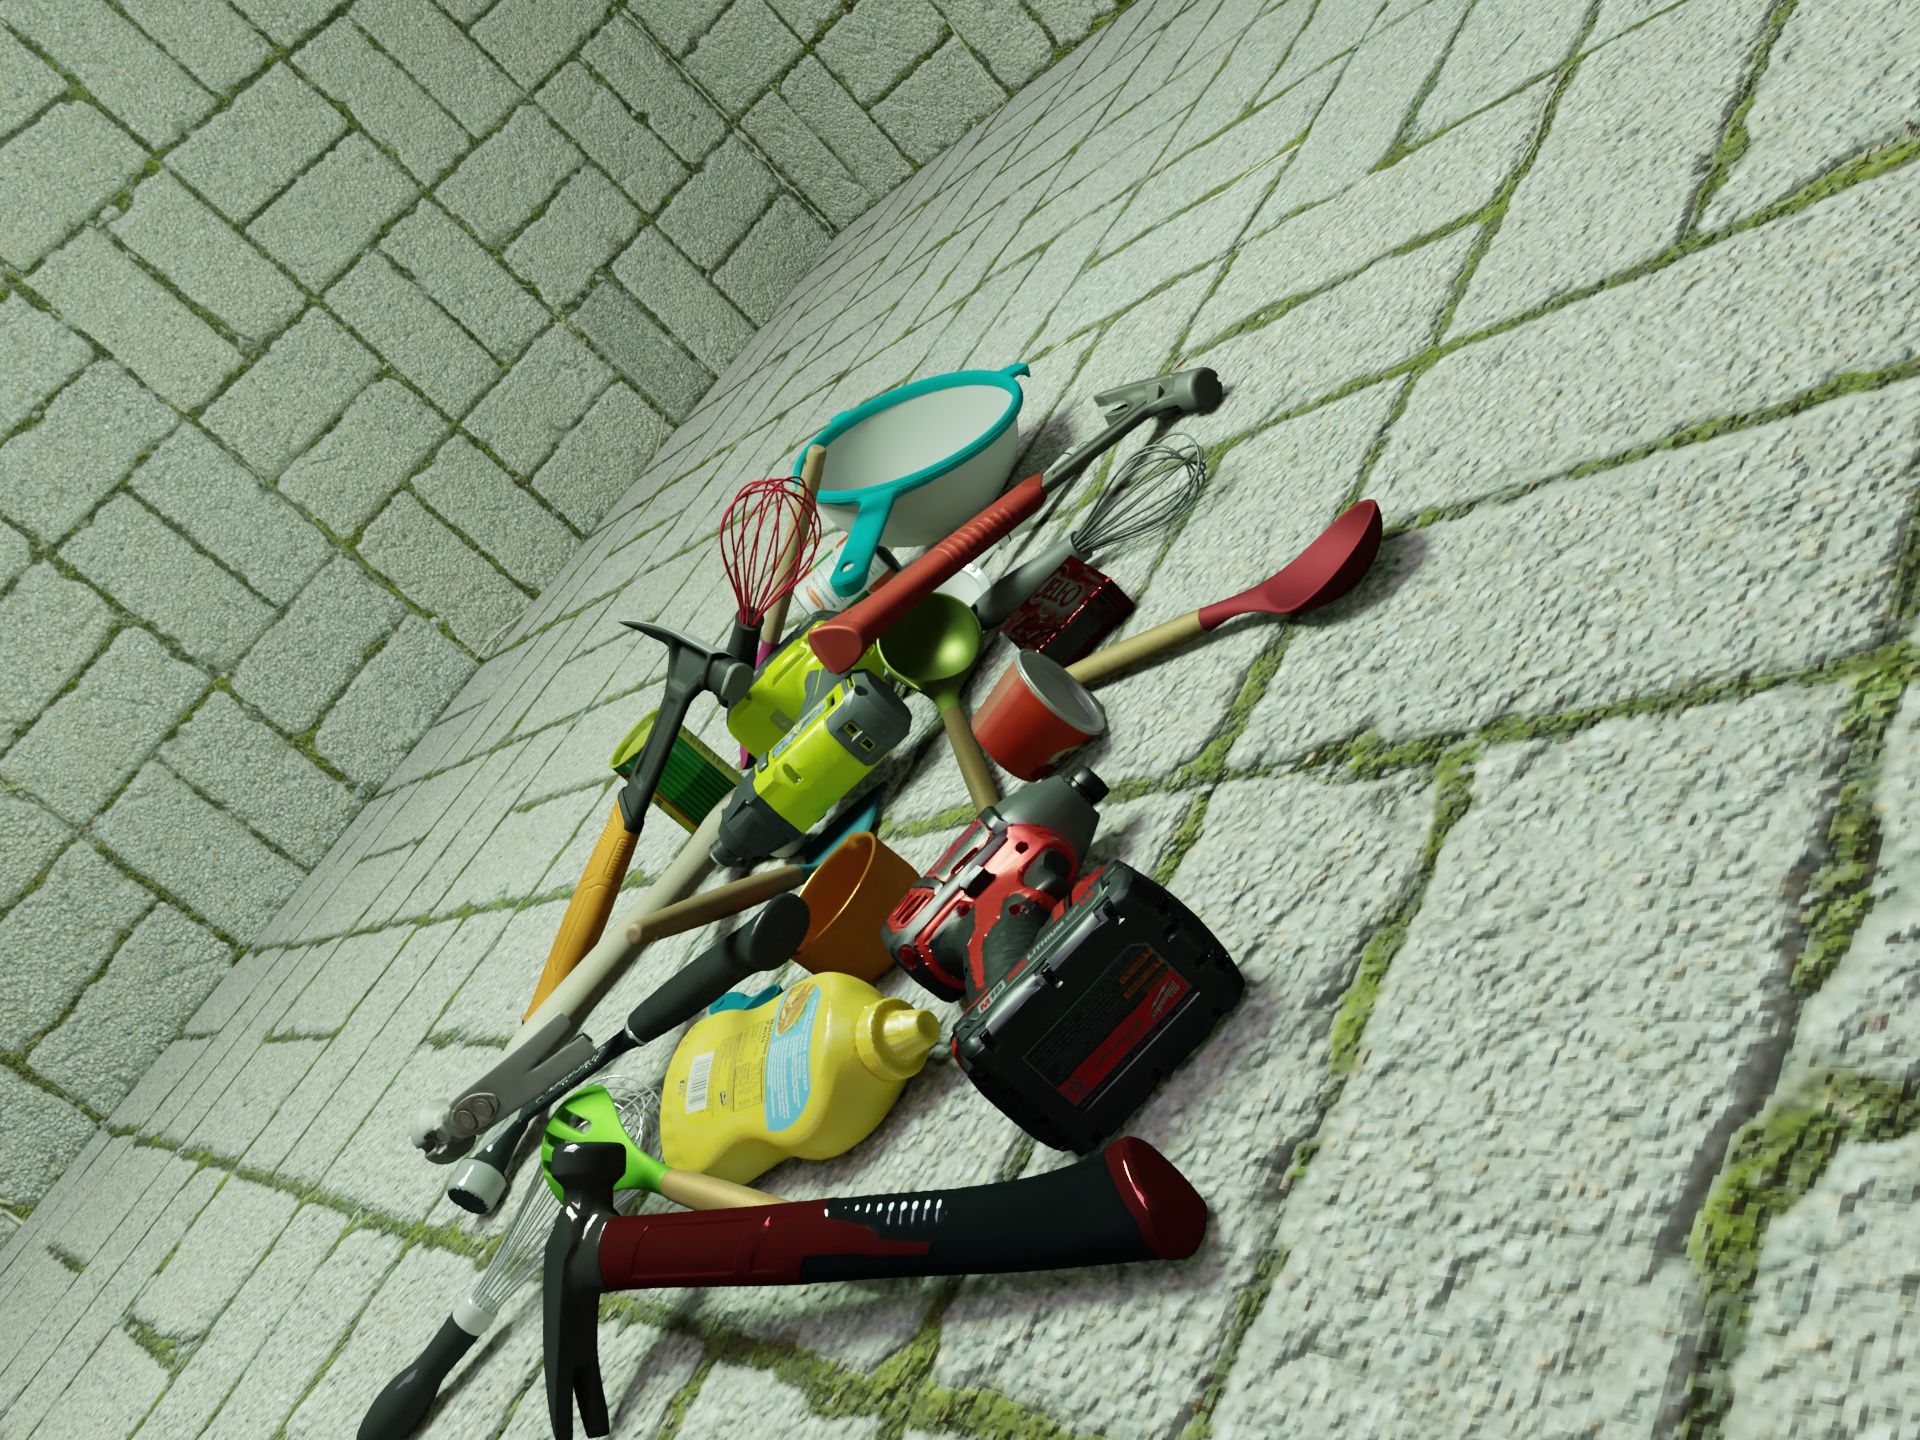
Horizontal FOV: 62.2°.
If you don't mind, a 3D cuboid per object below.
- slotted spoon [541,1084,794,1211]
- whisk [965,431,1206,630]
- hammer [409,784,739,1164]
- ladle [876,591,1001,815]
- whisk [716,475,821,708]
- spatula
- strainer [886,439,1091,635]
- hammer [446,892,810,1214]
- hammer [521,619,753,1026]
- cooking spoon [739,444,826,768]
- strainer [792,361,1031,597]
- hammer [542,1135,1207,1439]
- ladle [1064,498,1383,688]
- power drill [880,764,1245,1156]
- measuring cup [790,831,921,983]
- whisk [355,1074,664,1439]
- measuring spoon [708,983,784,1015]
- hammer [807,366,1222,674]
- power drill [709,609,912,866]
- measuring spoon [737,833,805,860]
[{"bbox_3d":[-0.132,0.239,0.812,0.314,0.031,0.070,0,73,45],"label":"slotted spoon"},{"bbox_3d":[0.082,-0.125,1.117,0.239,0.055,0.055,-34,24,39],"label":"whisk"},{"bbox_3d":[-0.214,0.137,1.085,0.146,0.038,0.411,-37,9,27],"label":"hammer"},{"bbox_3d":[-0.002,-0.003,1.045,0.078,0.062,0.320,-10,26,-6],"label":"ladle"},{"bbox_3d":[-0.160,-0.090,1.233,0.073,0.073,0.295,-62,-1,-35],"label":"whisk"},{"bbox_3d":[-0.124,0.094,0.992,0.082,0.044,0.317,-40,-10,19],"label":"spatula"},{"bbox_3d":[0.026,-0.136,1.251,0.087,0.050,0.258,31,67,31],"label":"strainer"},{"bbox_3d":[-0.212,0.202,1.028,0.409,0.036,0.149,-38,19,43],"label":"hammer"},{"bbox_3d":[-0.272,0.089,1.240,0.127,0.034,0.337,25,95,33],"label":"hammer"},{"bbox_3d":[-0.151,-0.088,1.314,0.069,0.017,0.318,-103,25,-49],"label":"cooking spoon"},{"bbox_3d":[-0.043,-0.174,1.329,0.211,0.095,0.341,-11,35,20],"label":"strainer"},{"bbox_3d":[-0.060,0.244,0.698,0.386,0.038,0.143,-18,67,39],"label":"hammer"},{"bbox_3d":[0.124,-0.051,0.930,0.315,0.031,0.069,-25,27,48],"label":"ladle"},{"bbox_3d":[0.041,0.098,0.758,0.143,0.078,0.220,-46,18,0],"label":"power drill"},{"bbox_3d":[-0.085,0.134,0.966,0.173,0.052,0.095,-37,22,42],"label":"measuring cup"},{"bbox_3d":[-0.272,0.332,0.960,0.284,0.070,0.070,-51,21,1],"label":"whisk"},{"bbox_3d":[-0.136,0.189,1.016,0.042,0.021,0.128,-45,10,-21],"label":"measuring spoon"},{"bbox_3d":[0.030,-0.151,1.165,0.359,0.036,0.149,-39,19,-22],"label":"hammer"},{"bbox_3d":[-0.119,0.011,1.185,0.171,0.080,0.223,-43,18,10],"label":"power drill"},{"bbox_3d":[-0.146,0.098,1.198,0.034,0.018,0.124,-49,13,-29],"label":"measuring spoon"}]
